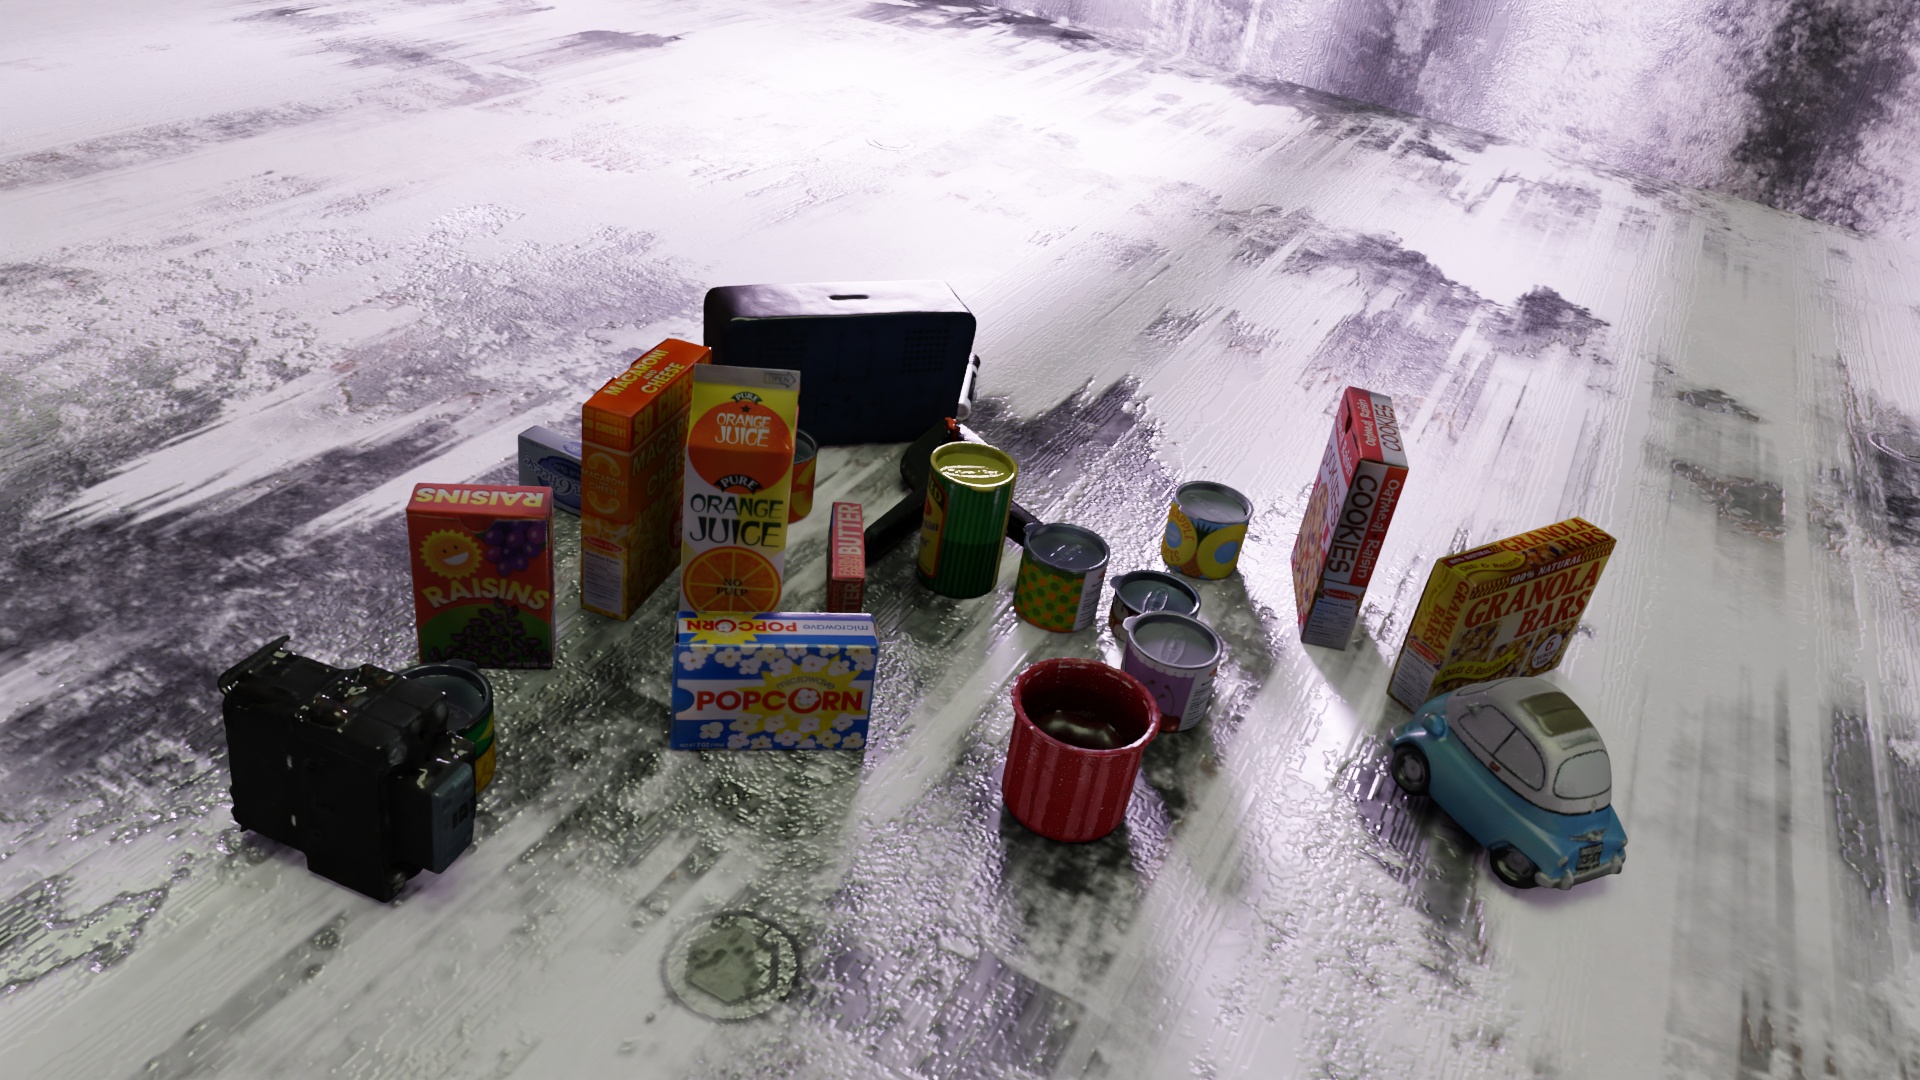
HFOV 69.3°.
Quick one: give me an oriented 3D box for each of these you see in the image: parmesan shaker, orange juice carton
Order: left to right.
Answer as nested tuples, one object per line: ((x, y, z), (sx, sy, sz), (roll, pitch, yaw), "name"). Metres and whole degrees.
((-0.154, -0.035, 0.969), (0.072, 0.191, 0.073), (5, 32, -7), "orange juice carton")
((0.004, -0.013, 1.060), (0.071, 0.102, 0.072), (7, 32, -4), "parmesan shaker")

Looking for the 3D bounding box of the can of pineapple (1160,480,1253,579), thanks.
((0.201, -0.009, 1.146), (0.071, 0.057, 0.071), (7, 32, -4), "can of pineapple")

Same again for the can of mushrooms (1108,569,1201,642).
((0.145, 0.053, 1.058), (0.071, 0.033, 0.071), (7, 32, -4), "can of mushrooms")

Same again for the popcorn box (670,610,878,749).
((-0.119, 0.090, 0.883), (0.127, 0.084, 0.038), (2, 33, -12), "popcorn box")

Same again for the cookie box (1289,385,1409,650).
((0.300, -0.019, 1.085), (0.040, 0.166, 0.123), (11, 32, 3), "cookie box")

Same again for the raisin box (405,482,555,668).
((-0.308, 0.024, 0.900), (0.086, 0.122, 0.040), (2, 33, -11), "raisin box")

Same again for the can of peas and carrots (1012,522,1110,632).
((0.074, 0.027, 1.056), (0.071, 0.058, 0.071), (7, 32, -4), "can of peas and carrots")

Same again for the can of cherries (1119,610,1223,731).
((0.143, 0.091, 0.975), (0.071, 0.058, 0.072), (7, 32, -4), "can of cherries")

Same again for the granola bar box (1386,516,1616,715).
((0.402, 0.056, 1.036), (0.166, 0.123, 0.039), (-13, 38, -31), "granola bar box")

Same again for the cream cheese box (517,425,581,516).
((-0.296, -0.048, 1.081), (0.104, 0.053, 0.024), (21, 34, 17), "cream cheese box")

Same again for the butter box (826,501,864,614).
((-0.086, 0.020, 1.031), (0.024, 0.052, 0.104), (4, 33, -8), "butter box")

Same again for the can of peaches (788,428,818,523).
((-0.151, -0.052, 1.122), (0.071, 0.057, 0.071), (7, 32, -4), "can of peaches")

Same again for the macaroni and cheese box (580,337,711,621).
((-0.225, -0.045, 0.991), (0.040, 0.165, 0.124), (16, 33, 10), "macaroni and cheese box")

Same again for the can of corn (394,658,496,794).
((-0.309, 0.113, 0.821), (0.071, 0.058, 0.071), (7, 32, -4), "can of corn")
